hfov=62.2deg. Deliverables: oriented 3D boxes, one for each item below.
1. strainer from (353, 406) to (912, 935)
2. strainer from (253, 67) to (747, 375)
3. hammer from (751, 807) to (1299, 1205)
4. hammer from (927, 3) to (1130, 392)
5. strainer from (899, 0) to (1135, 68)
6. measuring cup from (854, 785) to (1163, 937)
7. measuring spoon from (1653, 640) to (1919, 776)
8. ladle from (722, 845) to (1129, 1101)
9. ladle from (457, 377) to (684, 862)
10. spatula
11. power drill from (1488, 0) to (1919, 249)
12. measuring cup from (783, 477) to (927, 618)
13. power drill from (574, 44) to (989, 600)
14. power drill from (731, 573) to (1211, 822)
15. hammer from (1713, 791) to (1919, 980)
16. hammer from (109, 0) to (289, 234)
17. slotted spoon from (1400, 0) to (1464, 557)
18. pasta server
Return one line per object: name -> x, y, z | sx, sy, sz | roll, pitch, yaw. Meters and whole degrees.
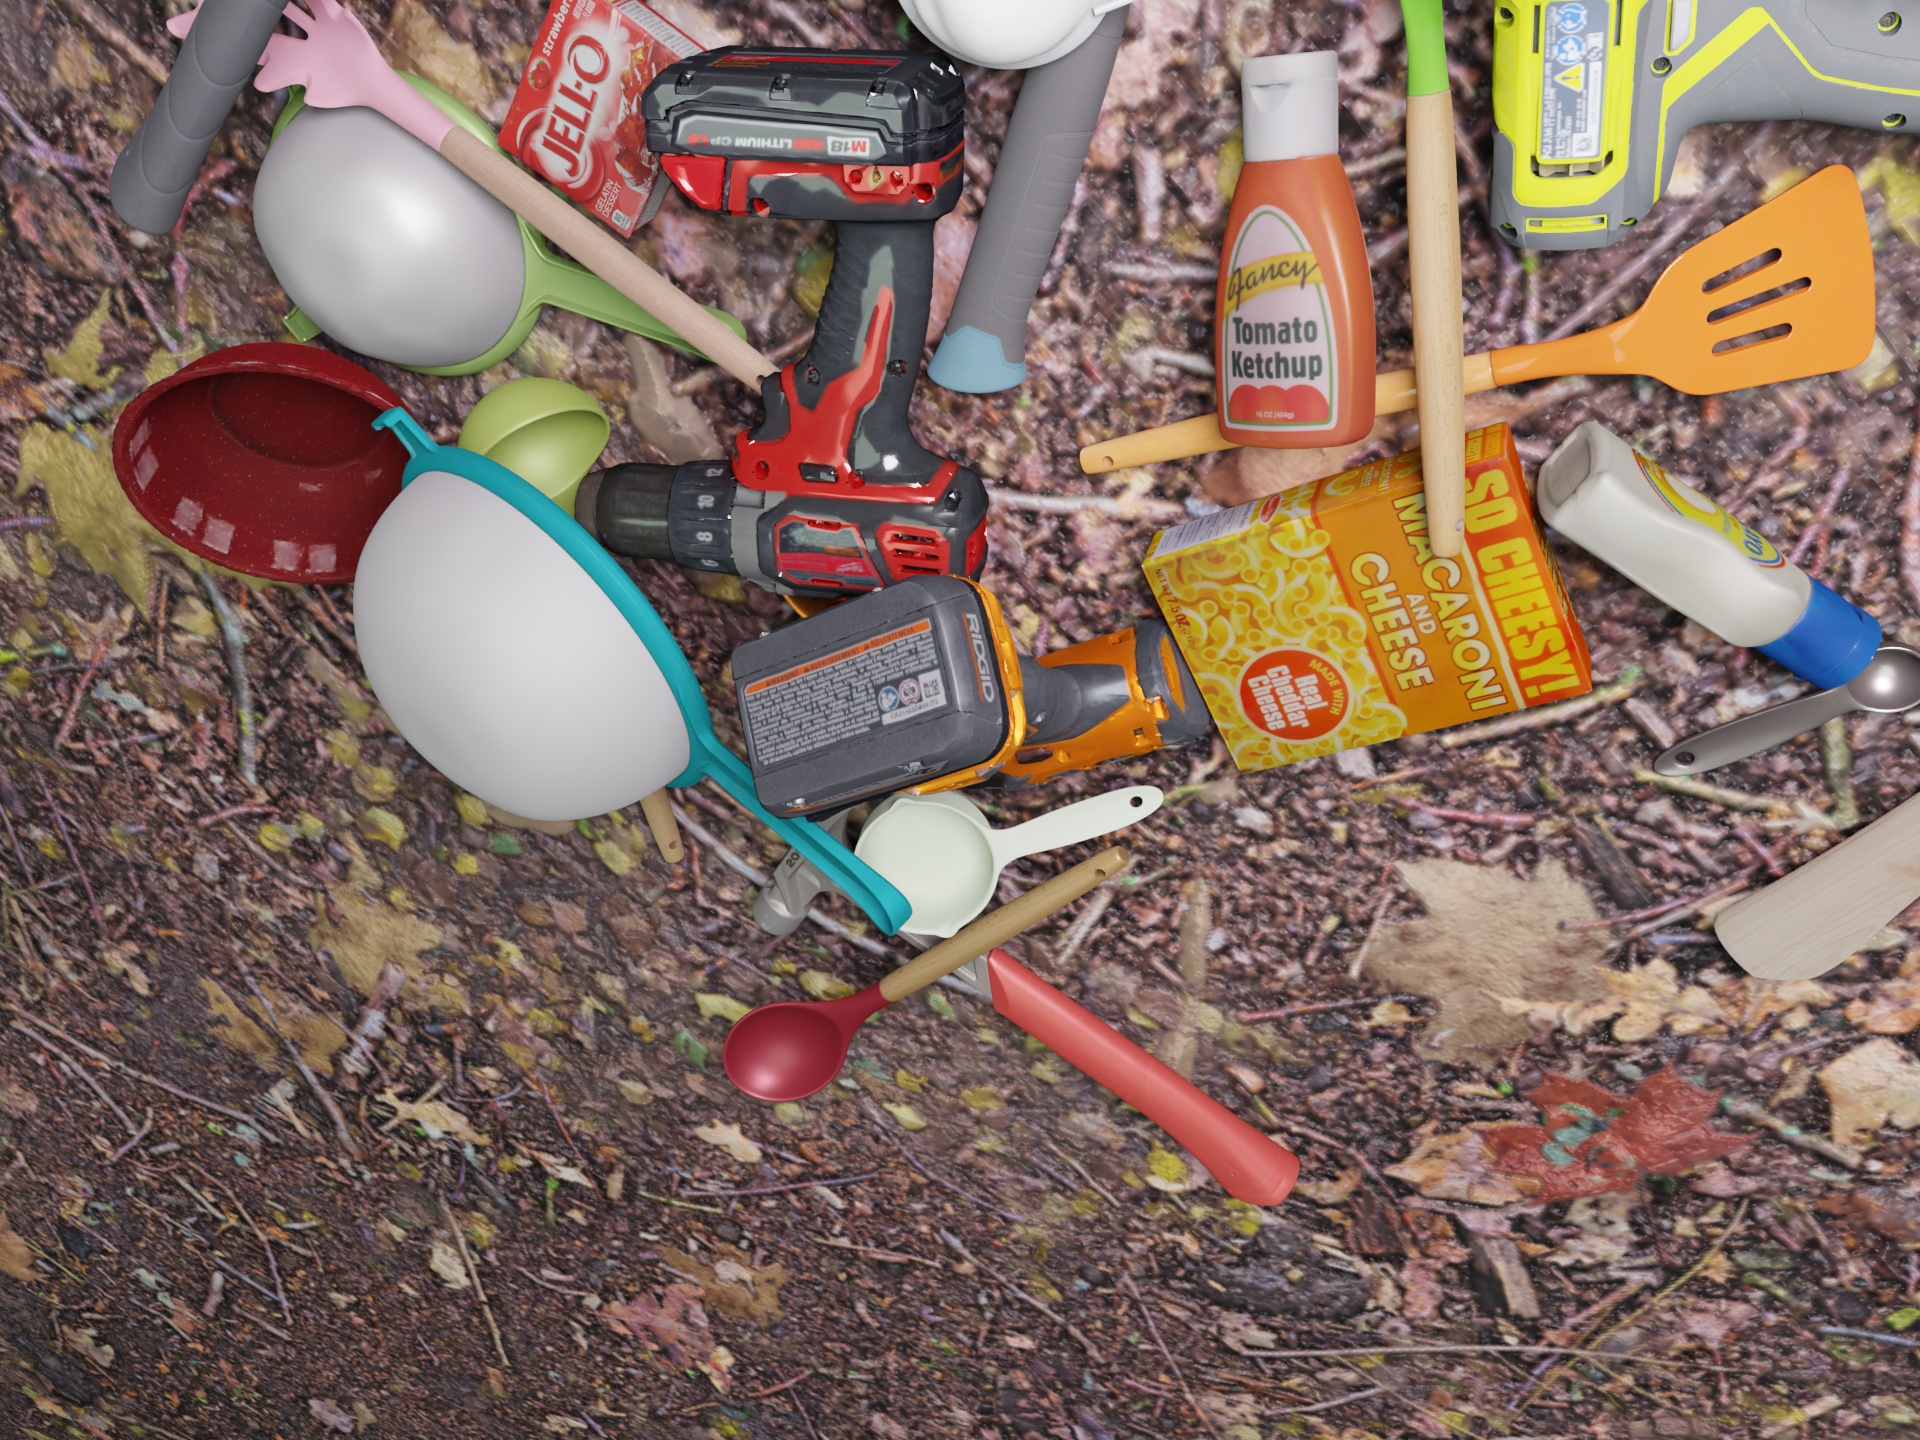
strainer -> -0.178, 0.015, 0.761 | 0.340, 0.095, 0.210 | 38, 152, 16
strainer -> -0.229, -0.206, 0.747 | 0.256, 0.069, 0.151 | 20, 128, 8
hammer -> 0.055, 0.166, 0.929 | 0.359, 0.037, 0.149 | 36, 128, -6
hammer -> 0.050, -0.273, 0.623 | 0.128, 0.033, 0.330 | 23, 128, 2
strainer -> -0.052, -0.285, 0.589 | 0.258, 0.050, 0.086 | 13, 148, 7
measuring cup -> 0.025, 0.058, 0.843 | 0.167, 0.038, 0.083 | -17, 108, 5
measuring spoon -> 0.369, -0.004, 0.712 | 0.034, 0.018, 0.124 | 46, 133, -15
ladle -> -0.025, 0.143, 0.904 | 0.315, 0.031, 0.069 | -35, 109, 33
ladle -> -0.193, -0.038, 0.864 | 0.062, 0.078, 0.319 | 40, 149, 47
spatula -> 0.200, -0.145, 0.667 | 0.322, 0.041, 0.081 | -8, 120, 29
power drill -> 0.293, -0.250, 0.525 | 0.223, 0.080, 0.171 | 4, 125, 21
measuring cup -> -0.084, -0.097, 0.785 | 0.173, 0.052, 0.095 | 14, 127, 13
power drill -> -0.081, -0.158, 0.670 | 0.188, 0.080, 0.226 | 6, 121, 11
power drill -> -0.001, -0.002, 0.729 | 0.164, 0.226, 0.084 | -18, 79, 31
hammer -> 0.482, -0.014, 0.647 | 0.146, 0.038, 0.410 | 38, 128, -7
hammer -> -0.221, -0.336, 0.585 | 0.036, 0.149, 0.409 | 17, 132, -42
slotted spoon -> 0.174, -0.208, 0.595 | 0.031, 0.070, 0.313 | 25, 133, 50
pasta server -> -0.206, -0.238, 0.700 | 0.316, 0.040, 0.060 | 37, 116, -6
